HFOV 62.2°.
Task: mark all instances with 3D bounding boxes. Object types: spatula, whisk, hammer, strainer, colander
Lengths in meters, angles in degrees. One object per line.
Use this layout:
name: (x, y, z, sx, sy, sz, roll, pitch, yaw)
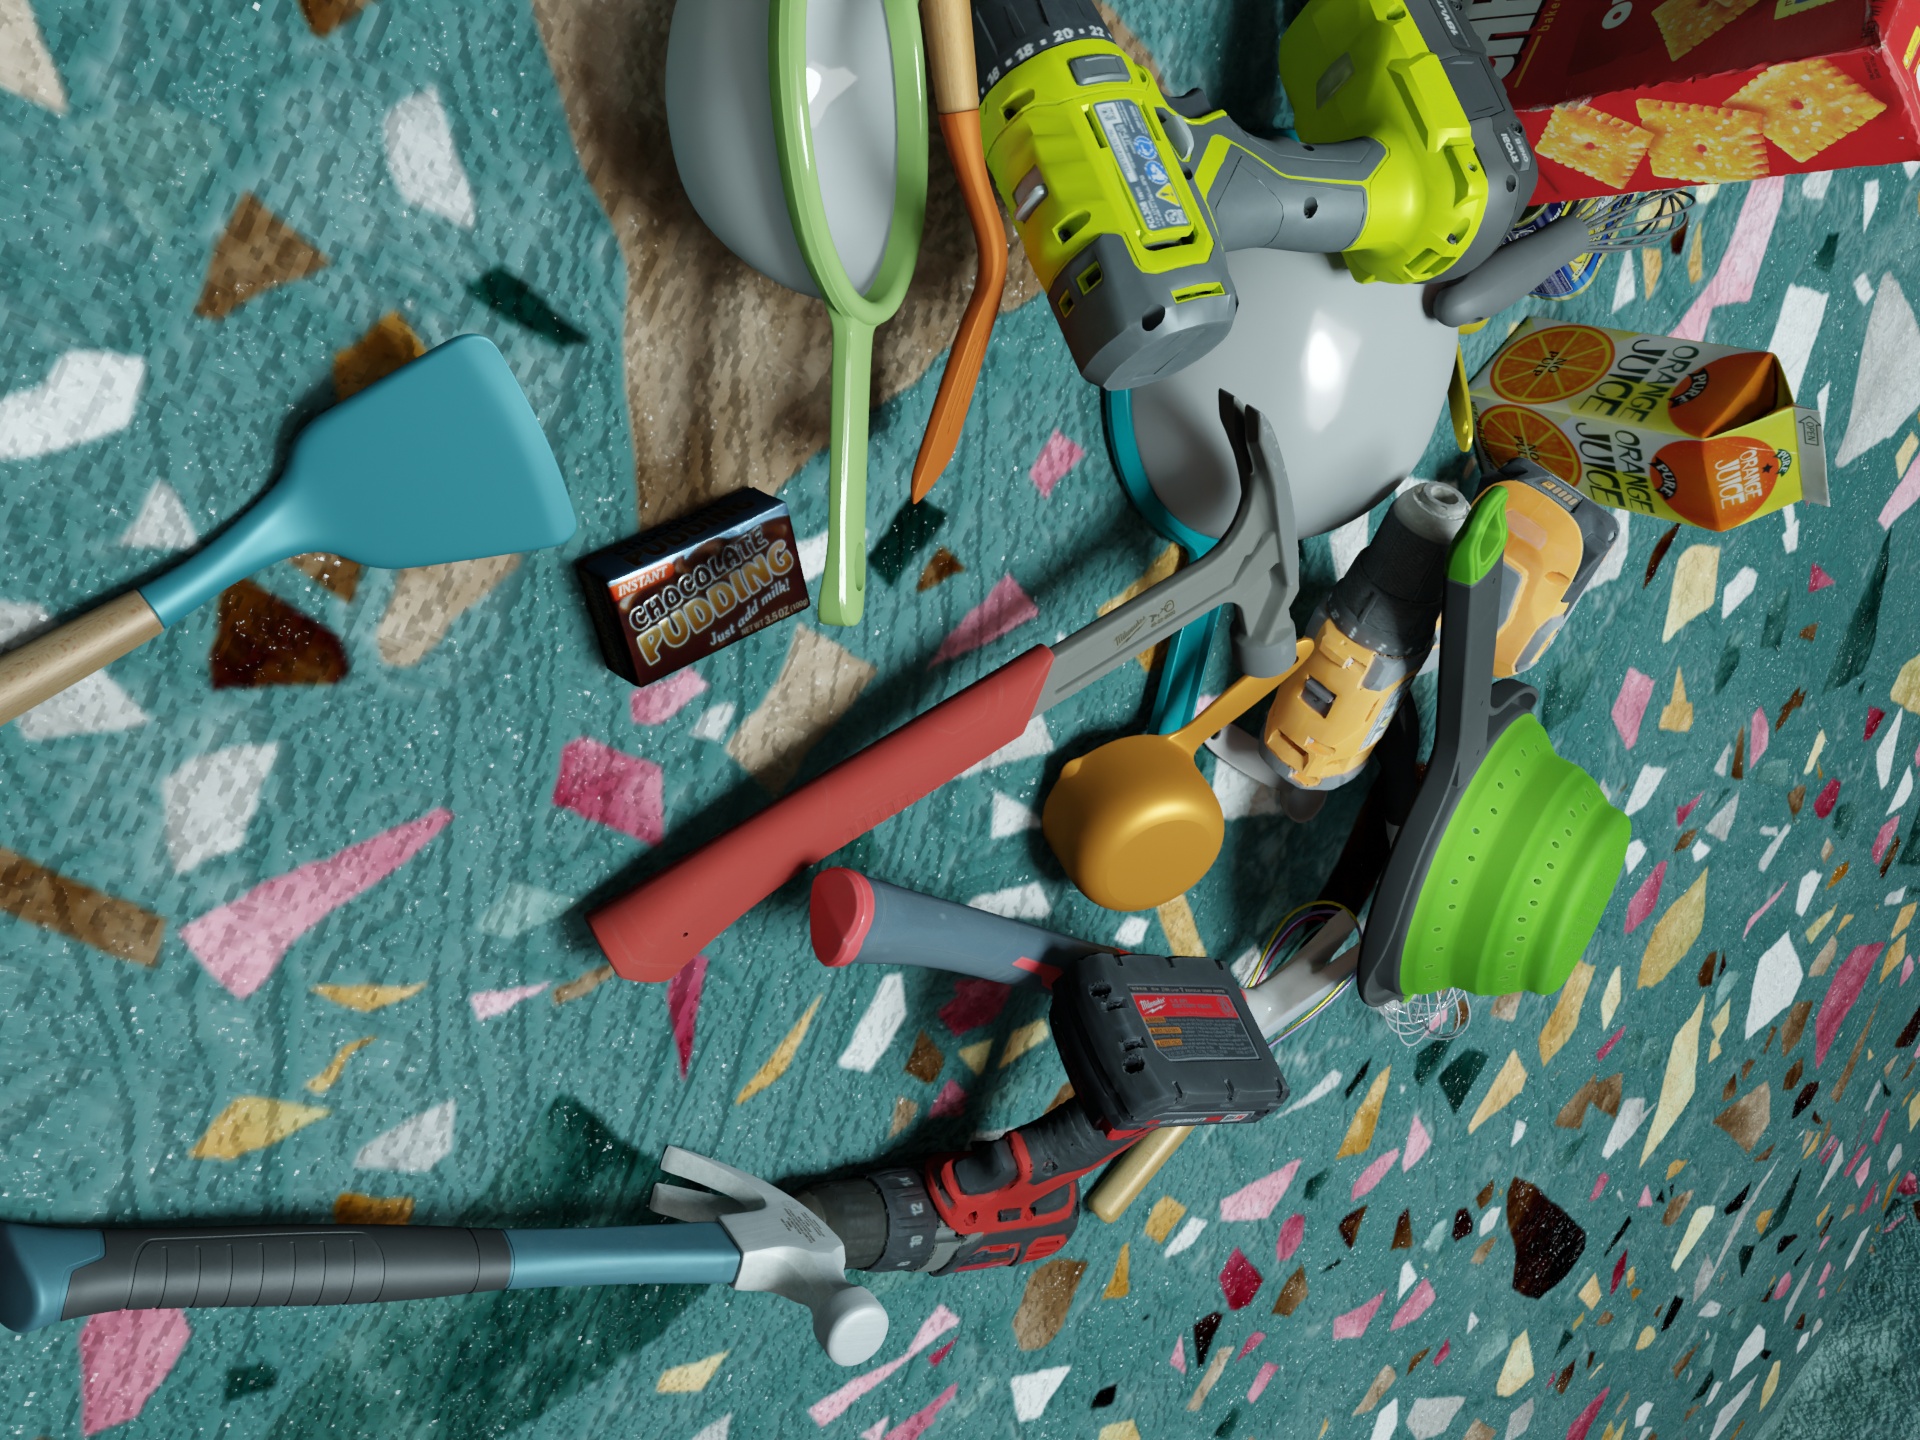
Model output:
spatula: (-0.013, -0.240, 0.562, 0.081, 0.041, 0.322, -64, 149, -65)
whisk: (0.305, -0.240, 0.793, 0.239, 0.055, 0.055, -33, 128, -34)
spatula: (-0.273, -0.019, 0.491, 0.317, 0.044, 0.082, -36, 133, -22)
hammer: (-0.001, -0.002, 0.693, 0.359, 0.037, 0.149, -31, 133, -14)
strainer: (0.163, -0.113, 0.790, 0.211, 0.095, 0.340, 1, 108, -41)
strainer: (-0.063, -0.162, 0.564, 0.151, 0.069, 0.256, -32, 125, -73)
whisk: (0.161, 0.208, 0.983, 0.245, 0.051, 0.047, -48, 112, -8)
hammer: (-0.195, 0.214, 0.631, 0.330, 0.128, 0.033, 11, 101, -34)
colander: (0.295, 0.037, 0.830, 0.204, 0.095, 0.396, -51, 148, -24)
hammer: (0.073, 0.117, 0.795, 0.143, 0.038, 0.386, -41, 144, 19)
whisk: (0.291, 0.095, 1.027, 0.070, 0.070, 0.284, -30, 122, -28)

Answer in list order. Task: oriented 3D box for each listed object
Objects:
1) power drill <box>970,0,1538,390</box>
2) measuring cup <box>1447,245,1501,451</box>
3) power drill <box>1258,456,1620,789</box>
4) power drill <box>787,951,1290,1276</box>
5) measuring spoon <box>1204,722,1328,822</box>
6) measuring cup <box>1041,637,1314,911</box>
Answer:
power drill: (0.107, -0.244, 0.641, 0.228, 0.080, 0.190, -18, 81, -29)
measuring cup: (0.266, -0.195, 0.824, 0.062, 0.029, 0.157, 91, 4, -54)
power drill: (0.268, -0.073, 0.868, 0.226, 0.084, 0.185, -27, 148, -36)
power drill: (0.028, 0.208, 0.785, 0.187, 0.080, 0.226, 10, 135, -41)
measuring spoon: (0.172, 0.024, 0.923, 0.124, 0.018, 0.034, 31, 88, -38)
measuring cup: (0.121, 0.029, 0.806, 0.173, 0.052, 0.095, -42, 133, 15)
